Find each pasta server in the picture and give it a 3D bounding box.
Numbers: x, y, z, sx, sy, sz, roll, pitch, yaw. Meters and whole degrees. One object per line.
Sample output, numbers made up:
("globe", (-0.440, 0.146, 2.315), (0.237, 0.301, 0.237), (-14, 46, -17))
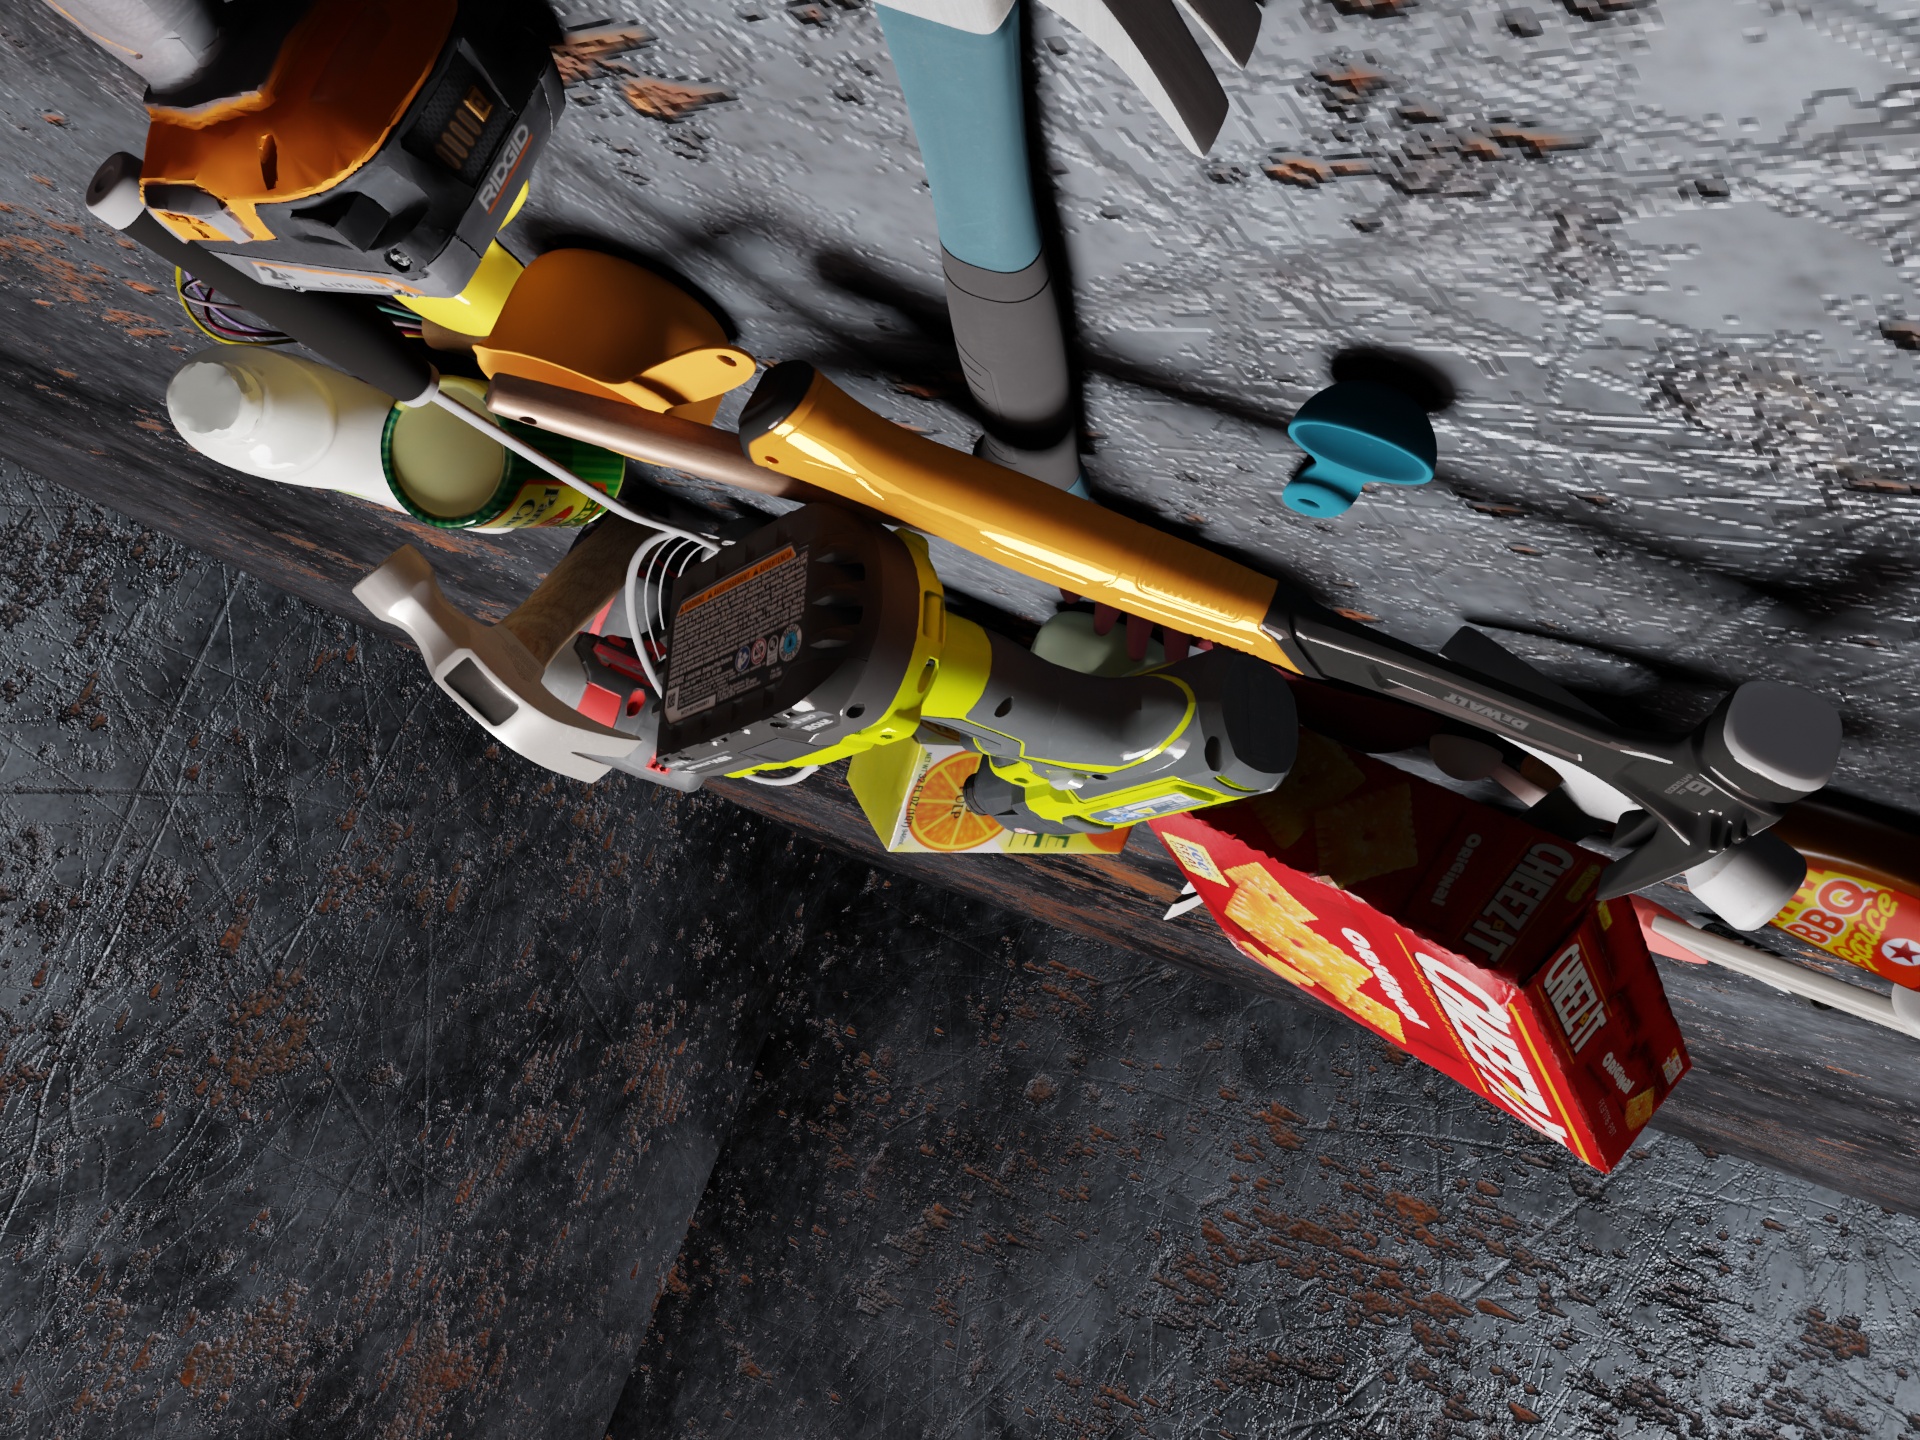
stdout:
("pasta server", (-0.017, -0.071, 0.587), (0.316, 0.040, 0.060), (12, 159, -28))

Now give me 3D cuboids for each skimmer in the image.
("skimmer", (-0.175, -0.075, 0.620), (0.127, 0.090, 0.362), (15, 169, 38))

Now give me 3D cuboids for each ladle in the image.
("ladle", (0.081, -0.053, 0.692), (0.315, 0.031, 0.069), (27, 170, -19))

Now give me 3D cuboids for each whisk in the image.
("whisk", (-0.247, -0.174, 0.697), (0.245, 0.047, 0.051), (16, 168, 17))

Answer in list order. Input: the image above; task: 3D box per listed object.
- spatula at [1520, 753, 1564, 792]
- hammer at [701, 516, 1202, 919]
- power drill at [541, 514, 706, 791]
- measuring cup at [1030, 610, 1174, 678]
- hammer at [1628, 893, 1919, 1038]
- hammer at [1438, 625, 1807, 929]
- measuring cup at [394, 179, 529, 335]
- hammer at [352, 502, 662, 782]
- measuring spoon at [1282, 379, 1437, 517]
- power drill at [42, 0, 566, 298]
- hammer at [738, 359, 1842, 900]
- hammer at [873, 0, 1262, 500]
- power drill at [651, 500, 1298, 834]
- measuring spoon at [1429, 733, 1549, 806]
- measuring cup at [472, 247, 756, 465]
("spatula", (0.397, 0.094, 0.756), (0.322, 0.041, 0.081), (25, 174, -12))
("hammer", (0.013, -0.015, 0.846), (0.335, 0.146, 0.035), (29, 129, 2))
("power drill", (-0.201, -0.043, 0.932), (0.143, 0.078, 0.220), (24, -161, -12))
("measuring cup", (0.083, -0.030, 0.758), (0.083, 0.038, 0.167), (24, 172, -11))
("hammer", (0.334, 0.099, 0.814), (0.359, 0.037, 0.149), (21, 171, 44))
("hammer", (0.238, 0.070, 0.747), (0.144, 0.035, 0.405), (40, 169, 12))
("measuring cup", (-0.182, -0.173, 0.583), (0.062, 0.029, 0.156), (26, 172, -22))
("hammer", (-0.194, -0.062, 0.803), (0.130, 0.031, 0.331), (50, -168, -14))
("measuring spoon", (0.117, -0.082, 0.488), (0.042, 0.021, 0.128), (22, 180, 4))
("power drill", (-0.202, -0.195, 0.367), (0.164, 0.084, 0.226), (14, 164, 37))
("hammer", (0.085, -0.035, 0.508), (0.337, 0.034, 0.127), (23, 160, 7))
("hammer", (0.008, -0.124, 0.428), (0.128, 0.033, 0.330), (21, 171, 11))
("power drill", (-0.001, -0.002, 0.633), (0.223, 0.080, 0.171), (17, 156, -37))
("measuring spoon", (0.270, 0.036, 0.782), (0.124, 0.018, 0.034), (28, 169, -37))
("measuring cup", (-0.107, -0.136, 0.565), (0.095, 0.052, 0.174), (28, 167, -32))
